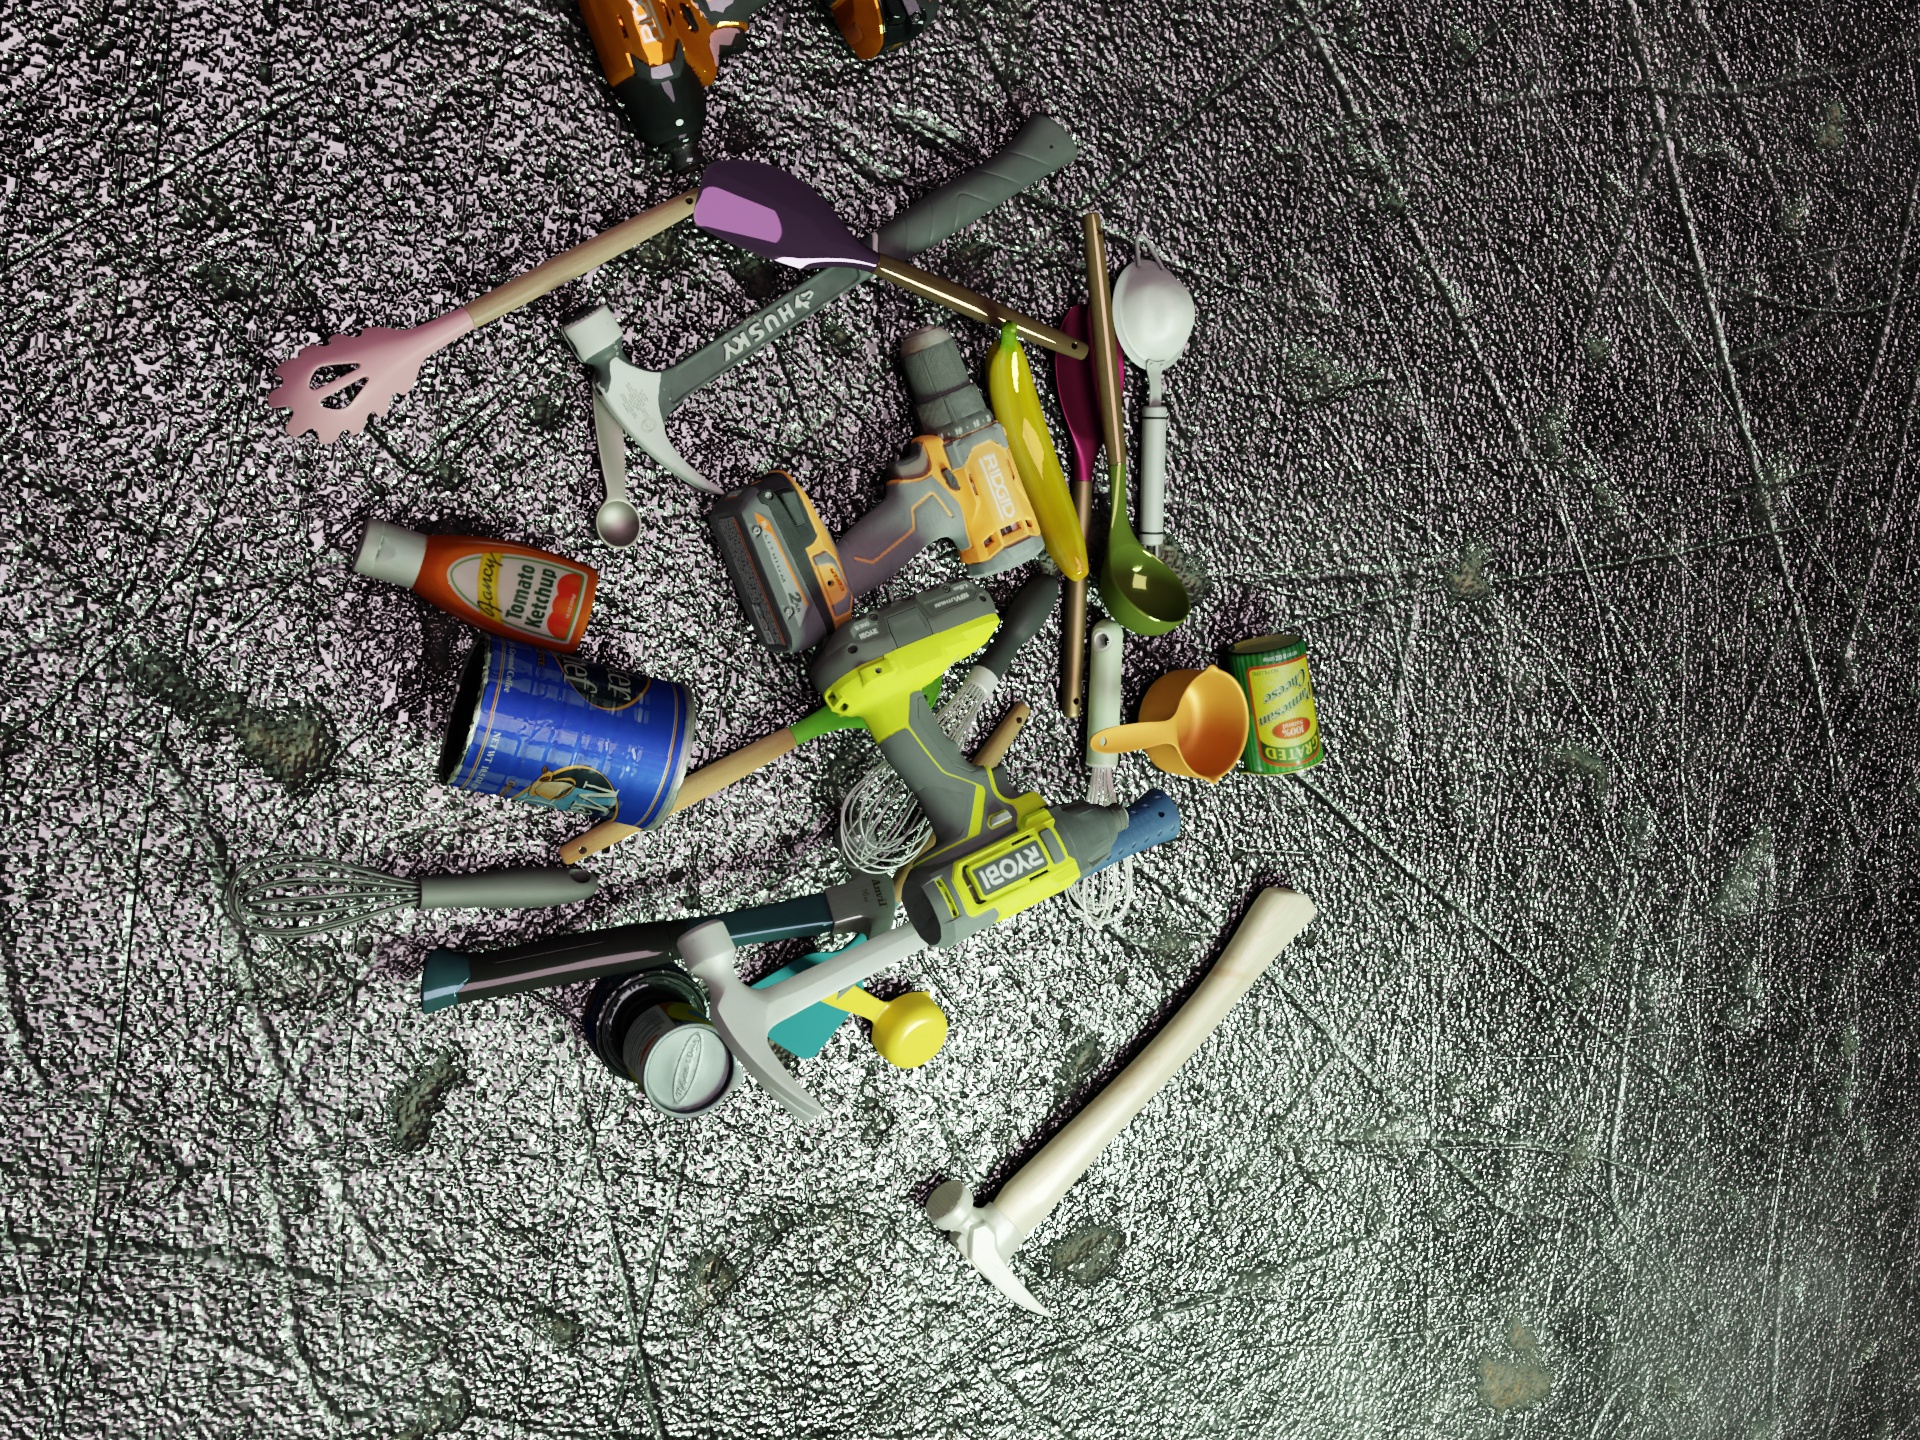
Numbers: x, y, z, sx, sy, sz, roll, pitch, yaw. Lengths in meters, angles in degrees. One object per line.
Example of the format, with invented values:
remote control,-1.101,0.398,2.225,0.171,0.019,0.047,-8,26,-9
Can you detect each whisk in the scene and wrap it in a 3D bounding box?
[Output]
whisk,-0.001,-0.004,1.174,0.070,0.070,0.285,45,64,-23
whisk,0.113,0.043,1.262,0.059,0.058,0.246,-3,96,-60
whisk,-0.356,0.112,1.048,0.238,0.055,0.055,1,96,-30

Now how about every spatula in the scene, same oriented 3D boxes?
spatula,-0.038,-0.315,1.120,0.315,0.018,0.060,16,91,-30
spatula,-0.045,0.112,1.205,0.082,0.044,0.317,43,73,-24

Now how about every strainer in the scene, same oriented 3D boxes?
strainer,0.155,-0.249,1.246,0.087,0.050,0.258,-8,104,-39

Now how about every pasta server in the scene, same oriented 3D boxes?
pasta server,-0.299,-0.274,1.037,0.316,0.040,0.060,-36,110,-21

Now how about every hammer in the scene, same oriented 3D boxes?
hammer,-0.074,-0.316,1.129,0.409,0.036,0.149,-37,114,-18
hammer,-0.203,0.152,1.104,0.331,0.033,0.128,-8,56,-18
hammer,0.157,0.300,1.315,0.410,0.038,0.146,-44,113,-14
hammer,0.006,0.141,1.130,0.405,0.035,0.144,-22,78,-33

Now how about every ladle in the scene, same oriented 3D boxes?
ladle,0.126,-0.222,1.208,0.078,0.062,0.320,-18,105,-47

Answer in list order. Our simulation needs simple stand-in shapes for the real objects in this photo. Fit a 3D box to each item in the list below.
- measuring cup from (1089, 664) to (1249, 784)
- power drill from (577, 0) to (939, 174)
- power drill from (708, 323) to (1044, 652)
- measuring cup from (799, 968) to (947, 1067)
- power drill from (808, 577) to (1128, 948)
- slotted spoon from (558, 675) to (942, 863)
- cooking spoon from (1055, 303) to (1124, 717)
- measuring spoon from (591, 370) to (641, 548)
measuring cup,0.151,0.006,1.249,0.173,0.052,0.095,-8,99,-37
power drill,-0.134,-0.471,1.060,0.226,0.084,0.164,-24,106,-16
power drill,-0.061,-0.166,1.133,0.226,0.084,0.185,-27,105,-24
measuring cup,-0.064,0.218,1.175,0.062,0.029,0.156,-53,136,1
power drill,0.006,0.024,1.097,0.171,0.080,0.223,-23,81,-26
slotted spoon,-0.143,0.025,1.146,0.314,0.031,0.070,-28,111,-18
cooking spoon,0.093,-0.161,1.237,0.068,0.017,0.319,-2,97,-35
measuring spoon,-0.241,-0.178,1.083,0.034,0.018,0.124,-7,93,-40
